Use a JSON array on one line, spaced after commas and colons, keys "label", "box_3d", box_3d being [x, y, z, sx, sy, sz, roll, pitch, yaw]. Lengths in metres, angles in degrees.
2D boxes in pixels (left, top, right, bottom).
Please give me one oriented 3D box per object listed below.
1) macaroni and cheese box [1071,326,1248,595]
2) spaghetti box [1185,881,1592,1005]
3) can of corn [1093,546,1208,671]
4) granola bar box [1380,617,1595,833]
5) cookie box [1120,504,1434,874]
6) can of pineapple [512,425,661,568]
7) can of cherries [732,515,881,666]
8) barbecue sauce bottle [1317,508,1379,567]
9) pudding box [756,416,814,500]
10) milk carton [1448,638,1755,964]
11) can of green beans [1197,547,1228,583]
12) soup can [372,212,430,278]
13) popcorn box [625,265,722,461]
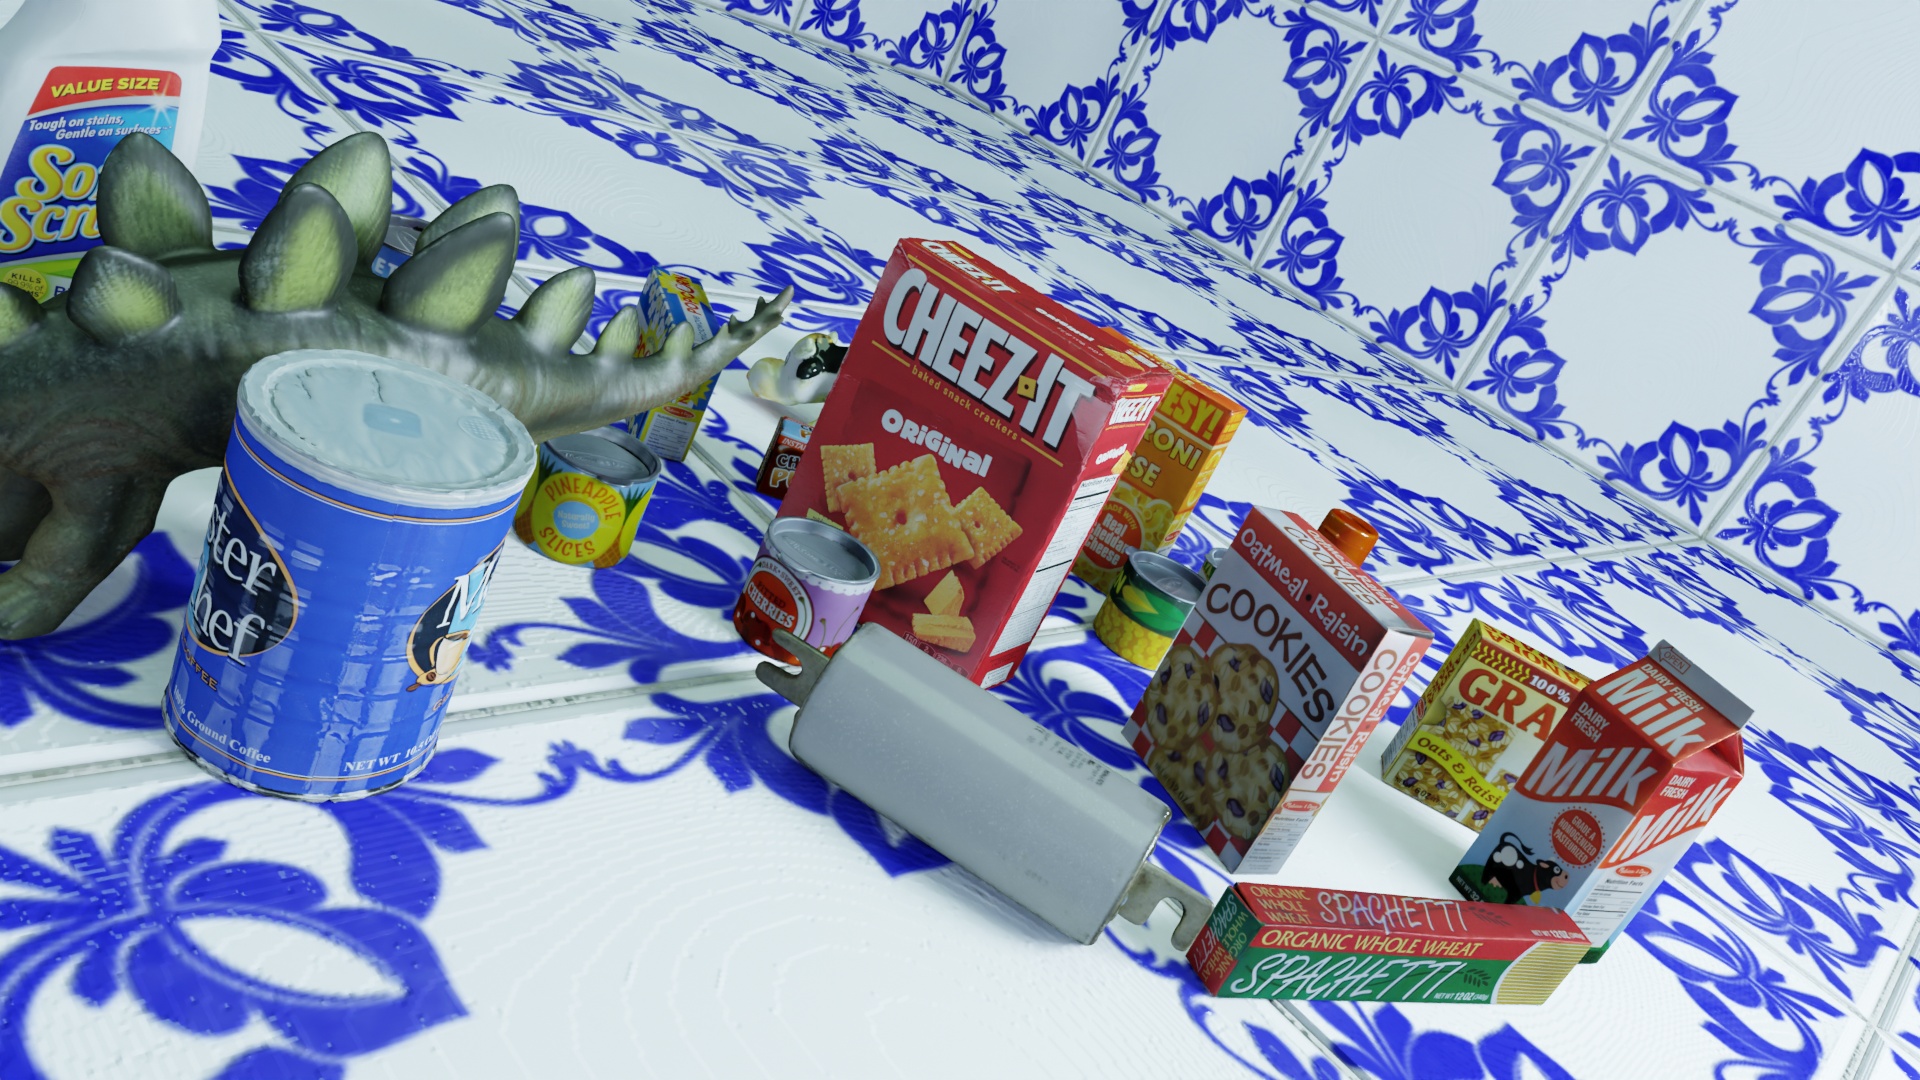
[{"label": "macaroni and cheese box", "box_3d": [0.115, -0.055, 1.018, 0.124, 0.165, 0.040, 35, 23, 20]}, {"label": "spaghetti box", "box_3d": [0.225, 0.209, 0.710, 0.250, 0.050, 0.029, 12, 26, -30]}, {"label": "can of corn", "box_3d": [0.130, 0.047, 0.953, 0.071, 0.058, 0.071, 22, 22, -10]}, {"label": "granola bar box", "box_3d": [0.386, 0.146, 0.924, 0.165, 0.123, 0.039, 28, 22, 6]}, {"label": "cookie box", "box_3d": [0.171, 0.082, 0.776, 0.040, 0.166, 0.123, 11, 27, -34]}, {"label": "can of pineapple", "box_3d": [-0.203, -0.025, 0.752, 0.071, 0.057, 0.071, 22, 22, -10]}, {"label": "can of cherries", "box_3d": [-0.086, 0.028, 0.760, 0.071, 0.058, 0.072, 22, 22, -10]}, {"label": "barbecue sauce bottle", "box_3d": [0.227, 0.049, 0.934, 0.044, 0.148, 0.065, 7, 29, -40]}, {"label": "pudding box", "box_3d": [-0.089, -0.045, 0.931, 0.084, 0.049, 0.030, 19, 23, -16]}, {"label": "milk carton", "box_3d": [0.380, 0.154, 0.814, 0.073, 0.189, 0.072, 12, 26, -31]}, {"label": "can of green beans", "box_3d": [0.201, 0.047, 1.030, 0.071, 0.057, 0.071, 22, 22, -10]}, {"label": "soup can", "box_3d": [-0.339, -0.146, 0.838, 0.071, 0.083, 0.071, 22, 22, -10]}, {"label": "popcorn box", "box_3d": [-0.196, -0.120, 0.933, 0.038, 0.085, 0.127, 14, 25, -28]}]
